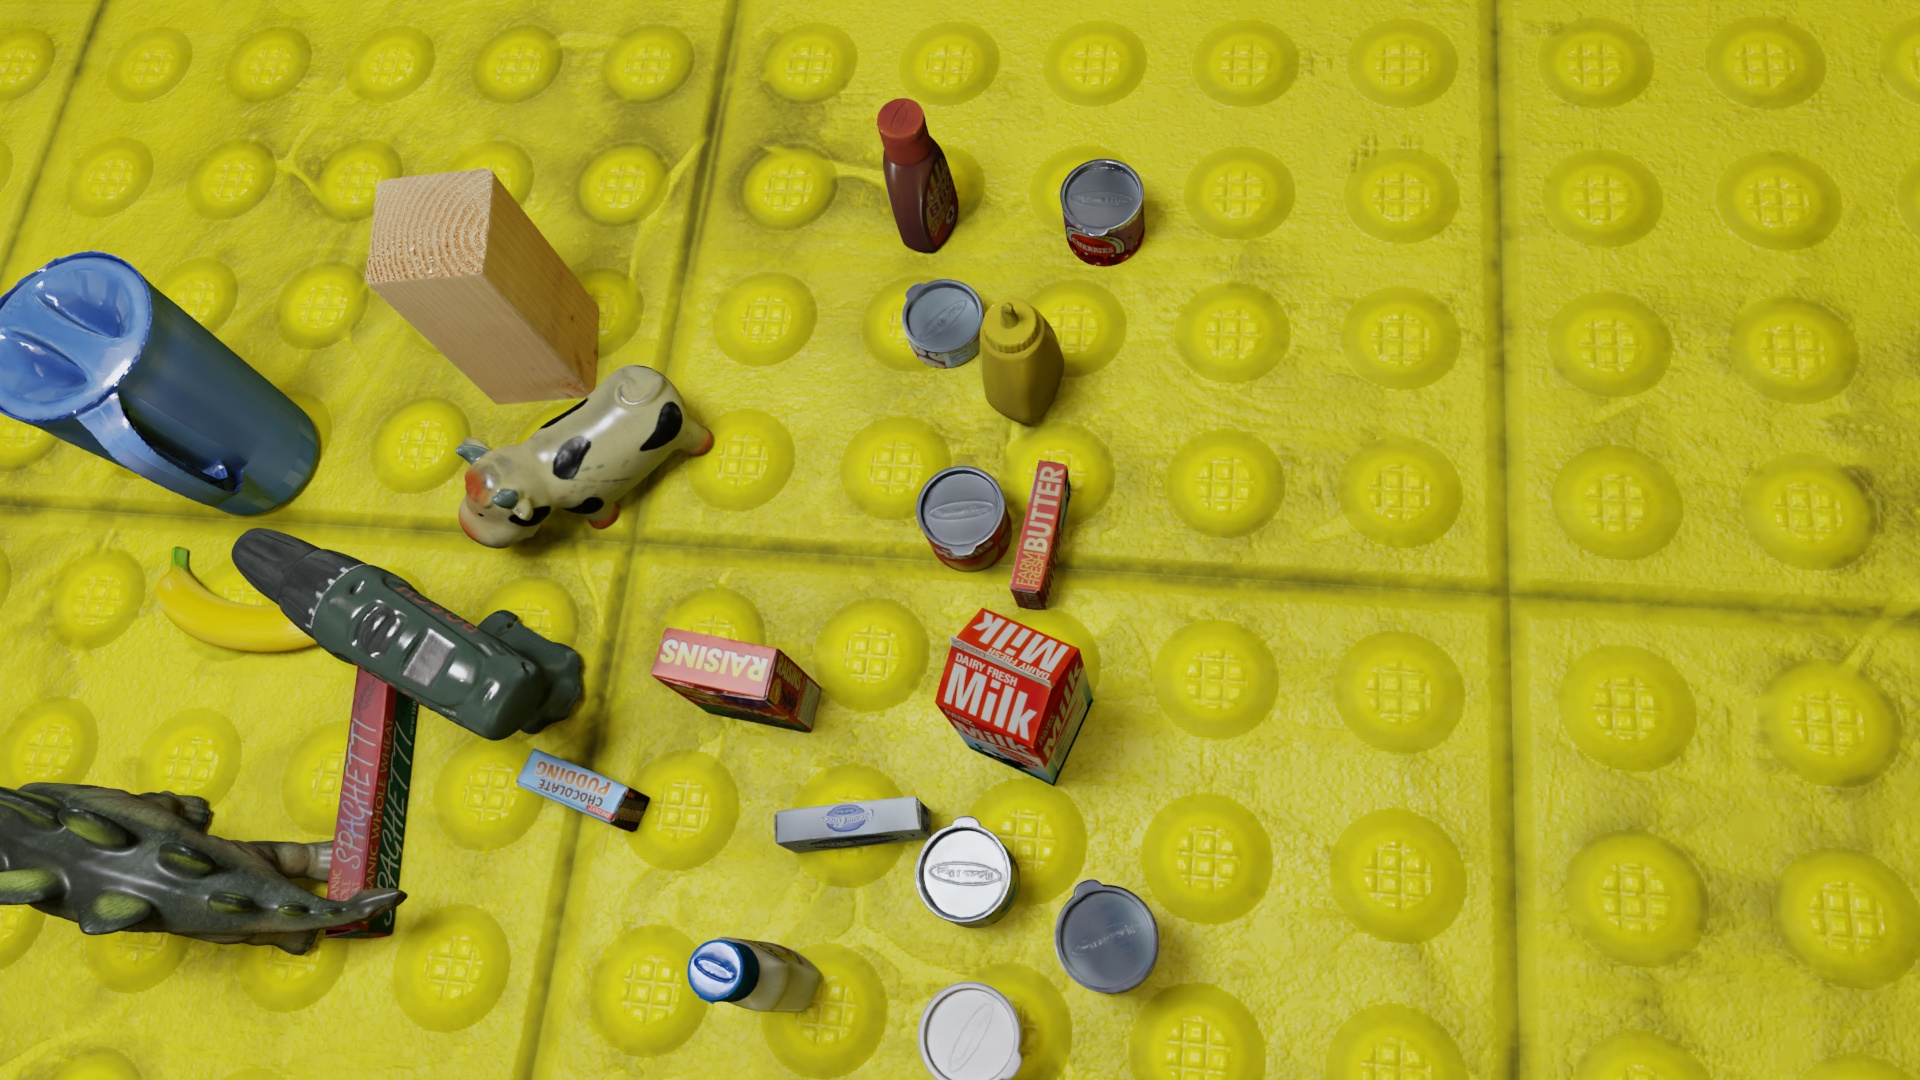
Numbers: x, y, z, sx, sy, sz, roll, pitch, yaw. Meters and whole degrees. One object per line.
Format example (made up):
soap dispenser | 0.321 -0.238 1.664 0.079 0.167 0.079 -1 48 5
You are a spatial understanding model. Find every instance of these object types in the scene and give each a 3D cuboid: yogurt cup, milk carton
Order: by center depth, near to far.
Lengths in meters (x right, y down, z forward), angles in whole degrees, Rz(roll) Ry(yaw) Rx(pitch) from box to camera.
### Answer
yogurt cup | 0.009 0.330 0.926 0.072 0.053 0.072 -3 70 8
milk carton | 0.037 0.103 0.930 0.072 0.190 0.073 23 76 15

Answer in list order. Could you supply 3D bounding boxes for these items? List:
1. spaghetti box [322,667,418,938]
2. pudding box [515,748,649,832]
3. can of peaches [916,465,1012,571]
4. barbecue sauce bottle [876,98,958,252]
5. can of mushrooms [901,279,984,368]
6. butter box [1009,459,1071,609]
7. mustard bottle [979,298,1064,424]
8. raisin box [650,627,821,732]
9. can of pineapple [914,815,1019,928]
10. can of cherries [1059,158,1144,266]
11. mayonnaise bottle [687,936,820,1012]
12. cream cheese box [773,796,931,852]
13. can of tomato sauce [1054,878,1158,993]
spaghetti box | -0.441 0.172 1.052 0.029 0.050 0.251 -4 70 7
pudding box | -0.278 0.184 1.023 0.084 0.049 0.030 19 75 14
can of peaches | 0.004 -0.013 1.048 0.071 0.058 0.071 -3 70 8
barbecue sauce bottle | -0.035 -0.292 1.106 0.044 0.148 0.065 18 75 14
can of mushrooms | -0.014 -0.176 1.123 0.071 0.033 0.071 -3 70 8
butter box | 0.061 -0.003 1.039 0.024 0.053 0.104 10 72 12
mustard bottle | 0.043 -0.142 1.034 0.049 0.159 0.065 28 77 17
raisin box | -0.158 0.102 0.996 0.086 0.123 0.040 10 73 12
can of pineapple | 0.007 0.231 0.960 0.071 0.057 0.071 -3 70 8
can of cherries | 0.114 -0.262 1.121 0.071 0.058 0.071 -3 70 8
mayonnaise bottle | -0.139 0.285 0.914 0.065 0.147 0.041 20 75 15
cream cheese box | -0.075 0.202 0.985 0.104 0.053 0.024 -7 70 6
can of tomato sauce | 0.097 0.264 0.921 0.071 0.083 0.071 -3 70 8
